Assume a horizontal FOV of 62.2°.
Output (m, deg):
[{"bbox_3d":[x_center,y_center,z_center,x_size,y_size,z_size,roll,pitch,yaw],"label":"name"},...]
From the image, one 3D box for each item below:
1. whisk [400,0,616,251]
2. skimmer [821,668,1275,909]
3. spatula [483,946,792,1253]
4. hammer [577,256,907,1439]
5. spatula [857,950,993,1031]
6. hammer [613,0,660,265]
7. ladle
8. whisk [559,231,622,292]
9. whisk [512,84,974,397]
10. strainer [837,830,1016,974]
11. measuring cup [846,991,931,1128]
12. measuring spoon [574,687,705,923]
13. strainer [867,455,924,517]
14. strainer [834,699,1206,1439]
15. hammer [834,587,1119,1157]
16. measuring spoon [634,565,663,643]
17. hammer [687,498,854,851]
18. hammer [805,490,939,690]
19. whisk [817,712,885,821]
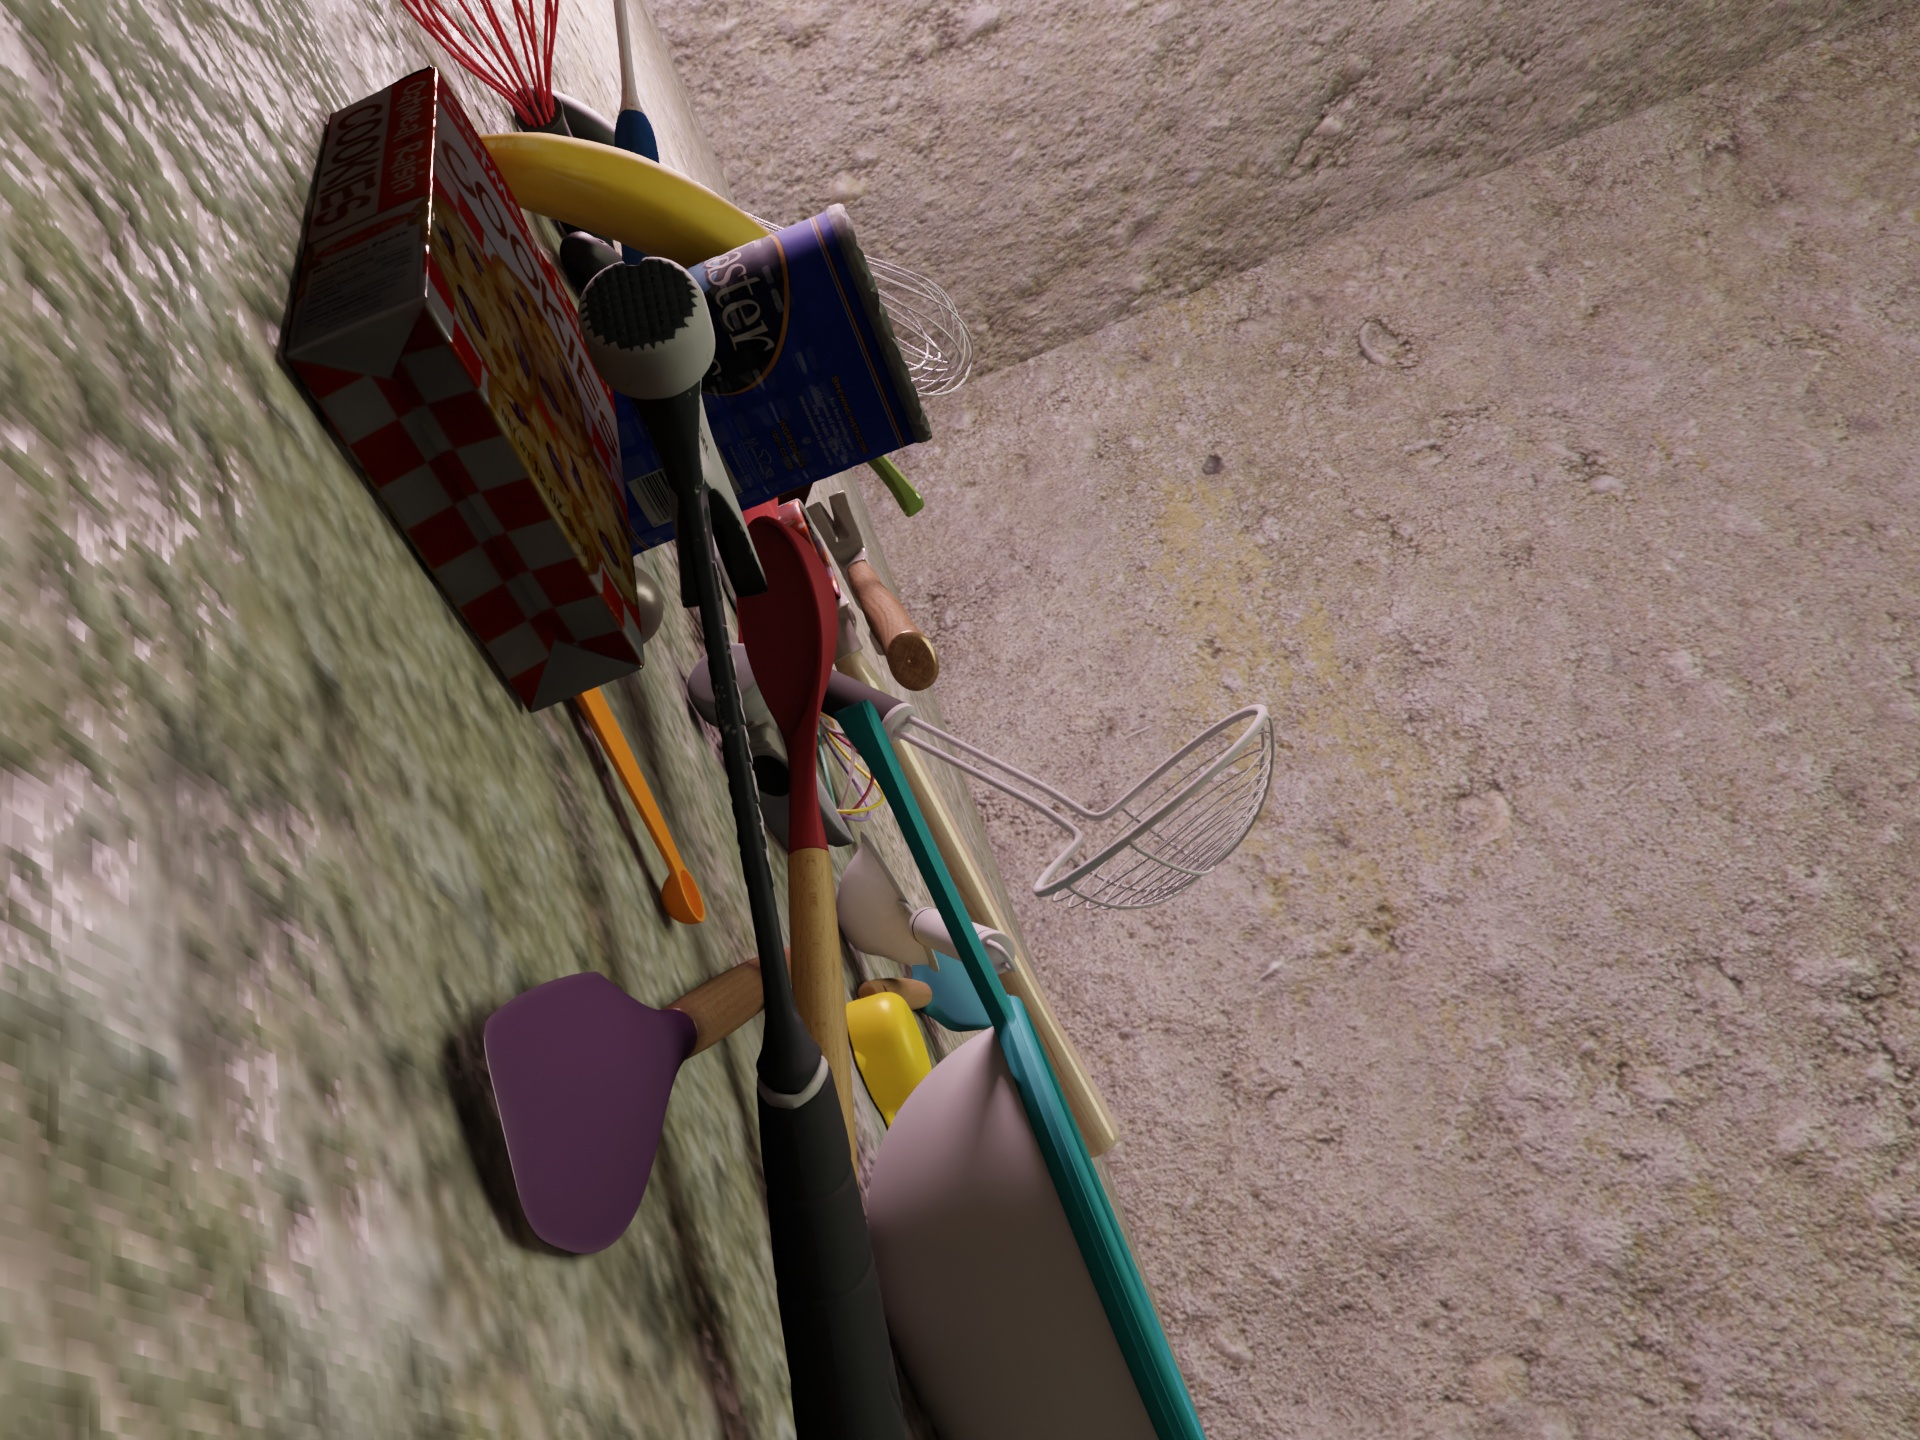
[{"bbox_3d":[-0.203,-0.298,0.746,0.295,0.073,0.073,85,-16,-75],"label":"whisk"},{"bbox_3d":[-0.001,-0.002,0.778,0.364,0.127,0.090,25,-34,45],"label":"skimmer"},{"bbox_3d":[-0.077,0.090,0.464,0.316,0.018,0.060,26,50,-86],"label":"spatula"},{"bbox_3d":[-0.050,0.080,0.434,0.149,0.036,0.409,88,-10,-66],"label":"hammer"},{"bbox_3d":[-0.019,0.159,0.960,0.082,0.044,0.317,64,2,11],"label":"spatula"},{"bbox_3d":[-0.164,-0.307,0.784,0.144,0.035,0.406,118,-36,-77],"label":"hammer"},{"bbox_3d":[-0.050,0.069,0.538,0.069,0.031,0.316,131,-42,-54],"label":"ladle"},{"bbox_3d":[-0.171,-0.221,0.901,0.239,0.055,0.055,33,35,-79],"label":"whisk"},{"bbox_3d":[-0.115,-0.266,0.878,0.284,0.070,0.070,29,15,-16],"label":"whisk"},{"bbox_3d":[-0.021,0.101,0.791,0.087,0.050,0.258,63,-16,-8],"label":"strainer"},{"bbox_3d":[-0.014,0.204,0.762,0.062,0.029,0.156,59,8,-79],"label":"measuring cup"},{"bbox_3d":[-0.112,0.015,0.509,0.021,0.011,0.117,-91,156,-81],"label":"measuring spoon"},{"bbox_3d":[-0.129,-0.223,1.087,0.256,0.069,0.151,50,-13,9],"label":"strainer"},{"bbox_3d":[-0.004,0.163,0.608,0.211,0.095,0.340,-120,-174,-83],"label":"strainer"},{"bbox_3d":[0.000,0.101,1.036,0.410,0.038,0.146,63,-3,-3],"label":"hammer"},{"bbox_3d":[-0.128,-0.049,0.573,0.124,0.018,0.034,36,33,-85],"label":"measuring spoon"},{"bbox_3d":[-0.106,-0.114,0.850,0.143,0.038,0.387,68,10,-51],"label":"hammer"},{"bbox_3d":[-0.053,-0.075,1.039,0.130,0.031,0.331,64,-2,-17],"label":"hammer"},{"bbox_3d":[-0.079,0.013,0.937,0.245,0.047,0.051,-116,-178,-70],"label":"whisk"}]
